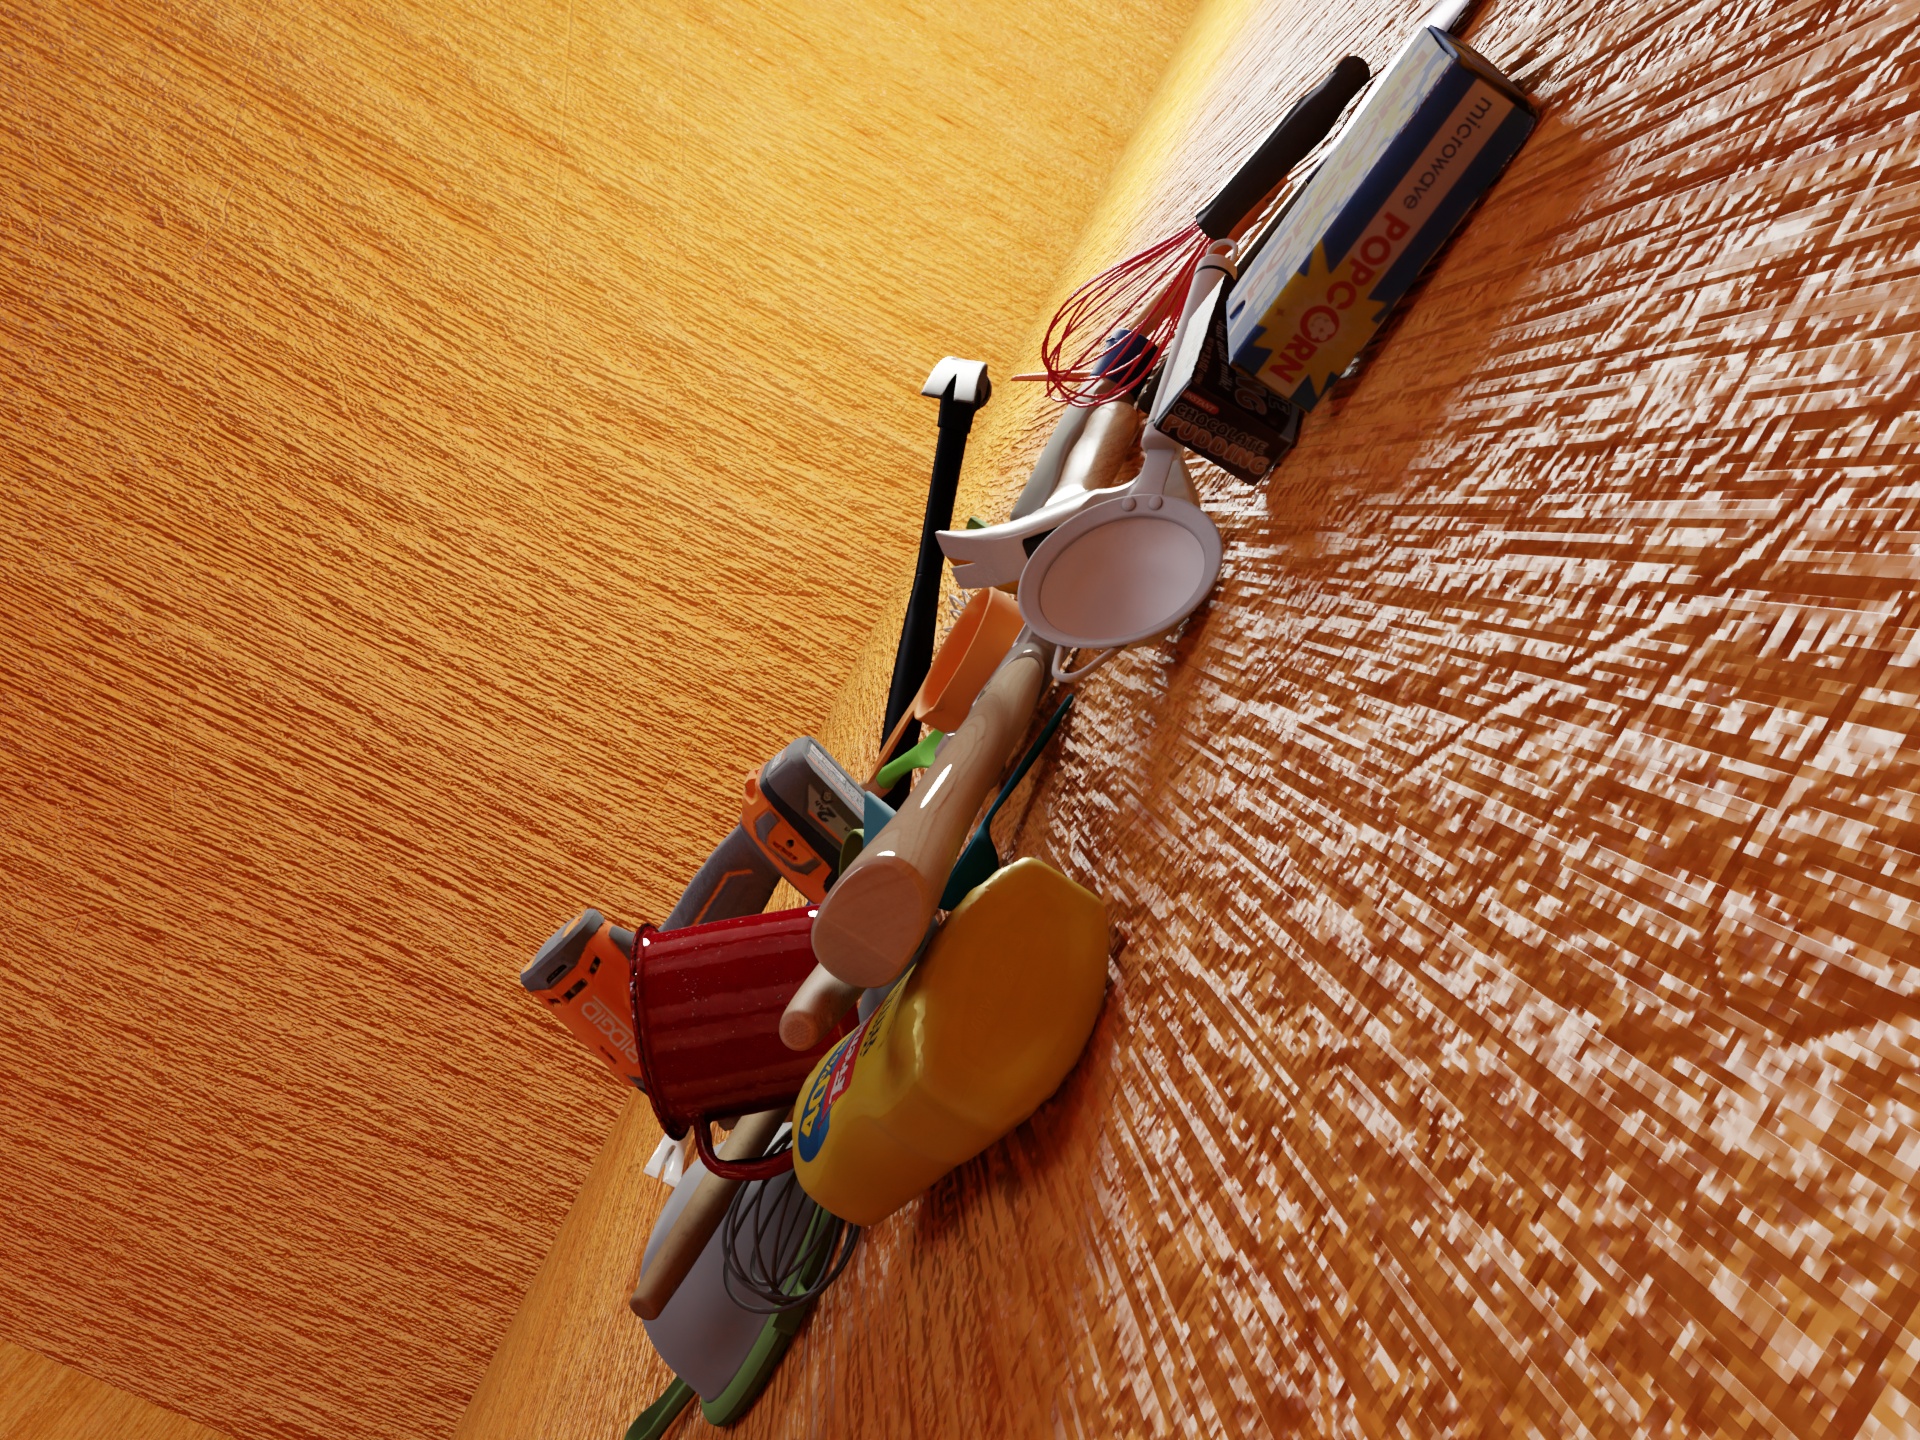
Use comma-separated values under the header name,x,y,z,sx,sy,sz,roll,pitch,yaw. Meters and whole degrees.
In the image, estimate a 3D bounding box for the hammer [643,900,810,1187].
name,x,y,z,sx,sy,sz,roll,pitch,yaw
hammer,-0.172,0.247,1.316,0.405,0.035,0.144,-56,9,42

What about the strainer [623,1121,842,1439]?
name,x,y,z,sx,sy,sz,roll,pitch,yaw
strainer,-0.134,0.283,0.780,0.256,0.069,0.152,-57,9,31

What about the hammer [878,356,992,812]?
name,x,y,z,sx,sy,sz,roll,pitch,yaw
hammer,-0.026,-0.086,1.111,0.146,0.035,0.334,-56,-24,-81

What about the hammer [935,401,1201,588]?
name,x,y,z,sx,sy,sz,roll,pitch,yaw
hammer,0.069,-0.135,0.869,0.130,0.031,0.331,-20,15,16

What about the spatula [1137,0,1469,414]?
name,x,y,z,sx,sy,sz,roll,pitch,yaw
spatula,0.170,-0.259,0.818,0.315,0.018,0.060,-51,13,54

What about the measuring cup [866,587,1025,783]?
name,x,y,z,sx,sy,sz,roll,pitch,yaw
measuring cup,-0.001,-0.003,0.939,0.173,0.052,0.095,-54,13,44

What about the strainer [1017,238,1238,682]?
name,x,y,z,sx,sy,sz,roll,pitch,yaw
strainer,0.087,-0.112,0.680,0.050,0.087,0.259,54,-132,-49

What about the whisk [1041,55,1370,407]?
name,x,y,z,sx,sy,sz,roll,pitch,yaw
whisk,0.137,-0.281,0.946,0.295,0.073,0.073,-40,21,47

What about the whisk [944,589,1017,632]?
name,x,y,z,sx,sy,sz,roll,pitch,yaw
whisk,0.009,-0.060,1.122,0.058,0.059,0.246,-45,2,-2

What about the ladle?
name,x,y,z,sx,sy,sz,roll,pitch,yaw
ladle,-0.086,0.155,0.760,0.320,0.062,0.078,-55,-22,-56

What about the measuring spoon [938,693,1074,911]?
name,x,y,z,sx,sy,sz,roll,pitch,yaw
measuring spoon,0.028,0.041,0.762,0.129,0.021,0.042,-56,-1,-22

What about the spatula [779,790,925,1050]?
name,x,y,z,sx,sy,sz,roll,pitch,yaw
spatula,-0.041,0.083,0.621,0.317,0.044,0.082,-27,-63,-84

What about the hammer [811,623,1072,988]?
name,x,y,z,sx,sy,sz,roll,pitch,yaw
hammer,0.011,0.007,0.661,0.146,0.038,0.411,-59,-1,14

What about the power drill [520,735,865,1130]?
name,x,y,z,sx,sy,sz,roll,pitch,yaw
power drill,-0.130,0.137,0.963,0.226,0.164,0.084,-41,10,7

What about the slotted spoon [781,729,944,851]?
name,x,y,z,sx,sy,sz,roll,pitch,yaw
slotted spoon,-0.064,0.049,1.091,0.313,0.031,0.070,-37,23,46

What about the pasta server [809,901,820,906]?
name,x,y,z,sx,sy,sz,roll,pitch,yaw
pasta server,-0.069,0.085,1.186,0.060,0.040,0.316,-35,7,10

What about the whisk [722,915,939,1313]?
name,x,y,z,sx,sy,sz,roll,pitch,yaw
whisk,-0.050,0.166,0.724,0.055,0.055,0.239,-57,5,37

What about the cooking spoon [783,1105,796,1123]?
name,x,y,z,sx,sy,sz,roll,pitch,yaw
cooking spoon,-0.106,0.234,0.973,0.068,0.017,0.319,-46,17,40

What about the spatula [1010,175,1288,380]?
name,x,y,z,sx,sy,sz,roll,pitch,yaw
spatula,0.130,-0.285,1.079,0.322,0.081,0.041,143,120,-64
